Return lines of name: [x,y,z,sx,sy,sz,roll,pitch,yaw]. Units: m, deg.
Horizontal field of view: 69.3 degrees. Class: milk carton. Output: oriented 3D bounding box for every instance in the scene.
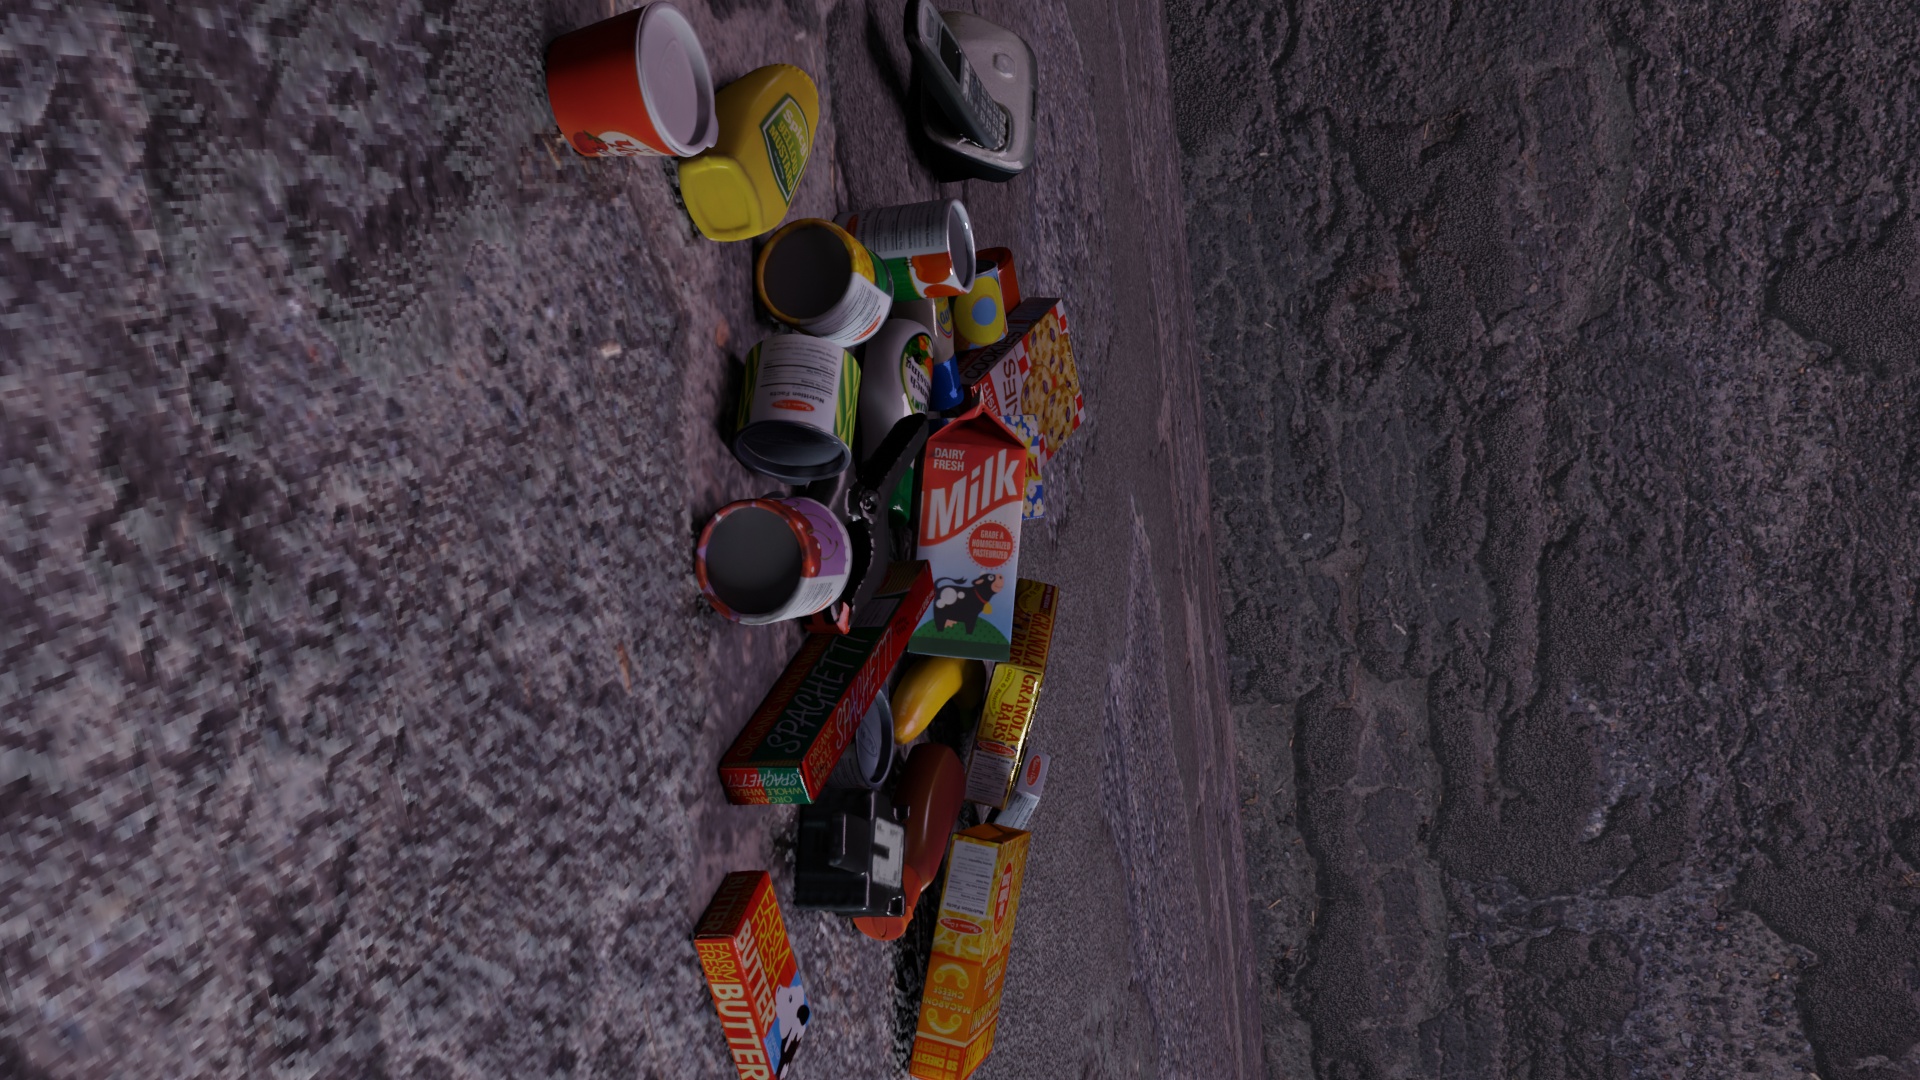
milk carton: [0.004,-0.012,0.989,0.072,0.073,0.190,147,-52,-83]

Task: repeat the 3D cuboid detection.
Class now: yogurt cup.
yogurt cup: [-0.151,-0.206,0.631,0.072,0.054,0.072,-5,91,-73]

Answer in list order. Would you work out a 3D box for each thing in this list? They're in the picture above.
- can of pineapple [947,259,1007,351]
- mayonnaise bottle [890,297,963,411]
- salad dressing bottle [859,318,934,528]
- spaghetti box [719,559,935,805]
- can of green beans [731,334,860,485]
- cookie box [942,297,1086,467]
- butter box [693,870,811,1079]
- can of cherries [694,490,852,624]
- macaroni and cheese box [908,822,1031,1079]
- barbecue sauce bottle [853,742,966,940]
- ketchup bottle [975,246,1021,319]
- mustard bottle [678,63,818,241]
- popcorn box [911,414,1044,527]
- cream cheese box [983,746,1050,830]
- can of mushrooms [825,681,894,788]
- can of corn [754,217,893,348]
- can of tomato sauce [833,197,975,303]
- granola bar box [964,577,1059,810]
can of pineapple: [0.000,-0.187,1.105,0.071,0.071,0.057,-60,143,-62]
mayonnaise bottle: [-0.029,-0.171,1.045,0.065,0.041,0.147,-67,148,-60]
salad dressing bottle: [-0.047,-0.081,0.961,0.064,0.044,0.148,52,38,-57]
spaghetti box: [-0.072,0.077,0.833,0.251,0.050,0.028,-60,141,-61]
can of green beans: [-0.091,-0.074,0.777,0.071,0.071,0.058,58,32,-58]
cookie box: [0.048,-0.120,1.209,0.168,0.040,0.122,-48,134,-43]
butter box: [-0.108,0.229,0.727,0.053,0.024,0.103,-64,146,-60]
can of cherries: [-0.100,0.008,0.736,0.058,0.071,0.071,-7,93,-72]
macaroni and cheese box: [0.009,0.293,1.004,0.123,0.040,0.166,36,65,-75]
barbecue sauce bottle: [-0.034,0.205,0.942,0.149,0.043,0.064,-64,150,-57]
ketchup bottle: [0.039,-0.188,1.267,0.065,0.043,0.148,-68,150,-52]
mustard bottle: [-0.110,-0.230,0.777,0.161,0.049,0.065,-75,157,-46]
popcorn box: [0.013,-0.054,1.089,0.127,0.038,0.085,-9,96,-51]
cream cheese box: [0.040,0.222,1.130,0.054,0.024,0.103,-65,179,-56]
can of mushrooms: [-0.067,0.120,0.869,0.071,0.033,0.071,-5,91,-72]
can of corn: [-0.083,-0.154,0.828,0.058,0.071,0.071,17,70,-72]
can of tomato sauce: [-0.037,-0.195,0.950,0.071,0.083,0.071,-5,91,-73]
granola bar box: [0.042,0.119,1.110,0.166,0.039,0.123,-70,174,-68]
